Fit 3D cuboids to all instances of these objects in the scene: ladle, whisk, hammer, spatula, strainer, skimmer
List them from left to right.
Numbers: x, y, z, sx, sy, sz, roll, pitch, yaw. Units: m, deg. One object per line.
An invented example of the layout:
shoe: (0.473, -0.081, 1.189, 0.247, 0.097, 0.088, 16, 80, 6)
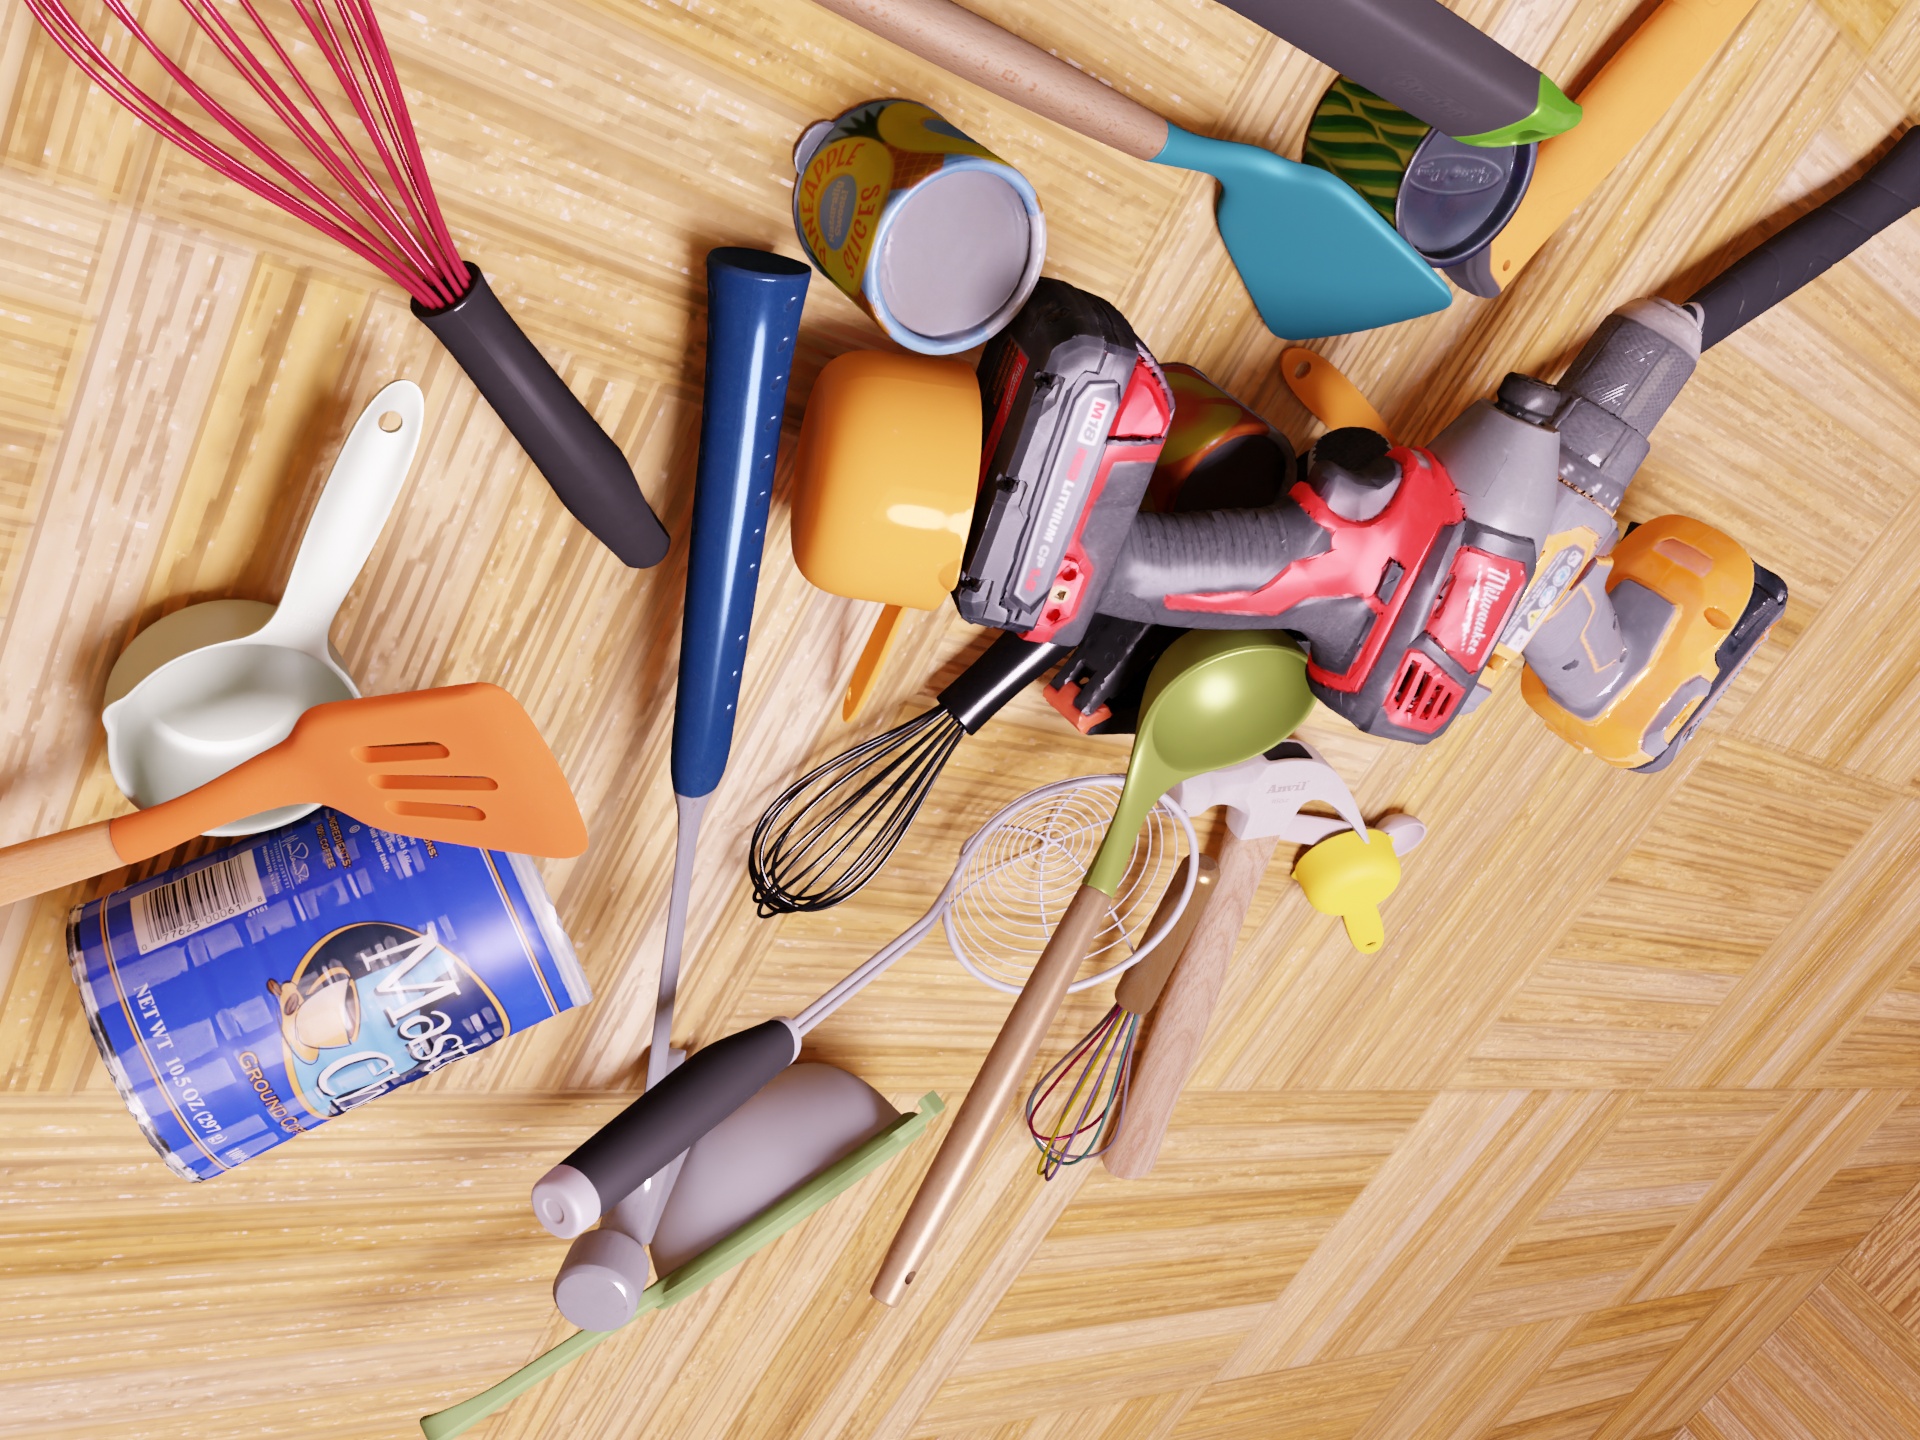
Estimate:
spatula: (-0.279, 0.050, 0.480, 0.322, 0.041, 0.080, -17, 137, -5)
whisk: (-0.156, -0.135, 0.447, 0.073, 0.073, 0.295, -36, 143, -4)
strainer: (-0.136, 0.229, 0.732, 0.256, 0.069, 0.151, -27, 168, -29)
hammer: (-0.101, 0.030, 0.600, 0.035, 0.144, 0.405, 12, 114, 1)
skimmer: (-0.014, 0.117, 0.649, 0.363, 0.090, 0.127, -30, 141, -54)
whisk: (0.000, -0.001, 0.678, 0.239, 0.055, 0.055, -43, 138, -3)
ladle: (0.053, 0.098, 0.656, 0.078, 0.062, 0.320, 39, 76, -46)
spatula: (0.047, -0.192, 0.529, 0.317, 0.082, 0.044, 7, 86, -42)
whisk: (0.086, 0.162, 0.856, 0.047, 0.051, 0.244, -2, 130, -30)
hammer: (0.136, 0.146, 0.899, 0.130, 0.031, 0.331, -5, 129, -23)
hammer: (0.327, -0.167, 0.752, 0.409, 0.036, 0.149, -34, 141, -13)
hammer: (0.326, -0.309, 0.655, 0.337, 0.034, 0.127, -49, 136, 10)

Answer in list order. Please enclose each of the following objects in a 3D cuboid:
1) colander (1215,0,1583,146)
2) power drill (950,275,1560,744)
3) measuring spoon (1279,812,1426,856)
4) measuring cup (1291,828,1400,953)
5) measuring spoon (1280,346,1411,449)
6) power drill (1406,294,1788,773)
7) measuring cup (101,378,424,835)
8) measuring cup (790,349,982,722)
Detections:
colander: (0.060, -0.260, 0.436, 0.396, 0.205, 0.094, 7, 89, -40)
power drill: (0.111, -0.078, 0.576, 0.219, 0.079, 0.143, 12, 116, -18)
measuring spoon: (0.215, 0.059, 0.904, 0.124, 0.018, 0.034, 9, 134, -32)
measuring cup: (0.238, 0.114, 0.943, 0.062, 0.029, 0.156, -22, 142, 8)
measuring spoon: (0.174, -0.137, 0.713, 0.116, 0.011, 0.021, 28, 108, -42)
power drill: (0.294, -0.075, 0.721, 0.226, 0.084, 0.185, 17, 111, -45)
measuring cup: (-0.212, -0.040, 0.502, 0.083, 0.038, 0.167, 17, 112, -42)
measuring cup: (-0.042, -0.058, 0.583, 0.052, 0.095, 0.173, 8, 139, -17)
